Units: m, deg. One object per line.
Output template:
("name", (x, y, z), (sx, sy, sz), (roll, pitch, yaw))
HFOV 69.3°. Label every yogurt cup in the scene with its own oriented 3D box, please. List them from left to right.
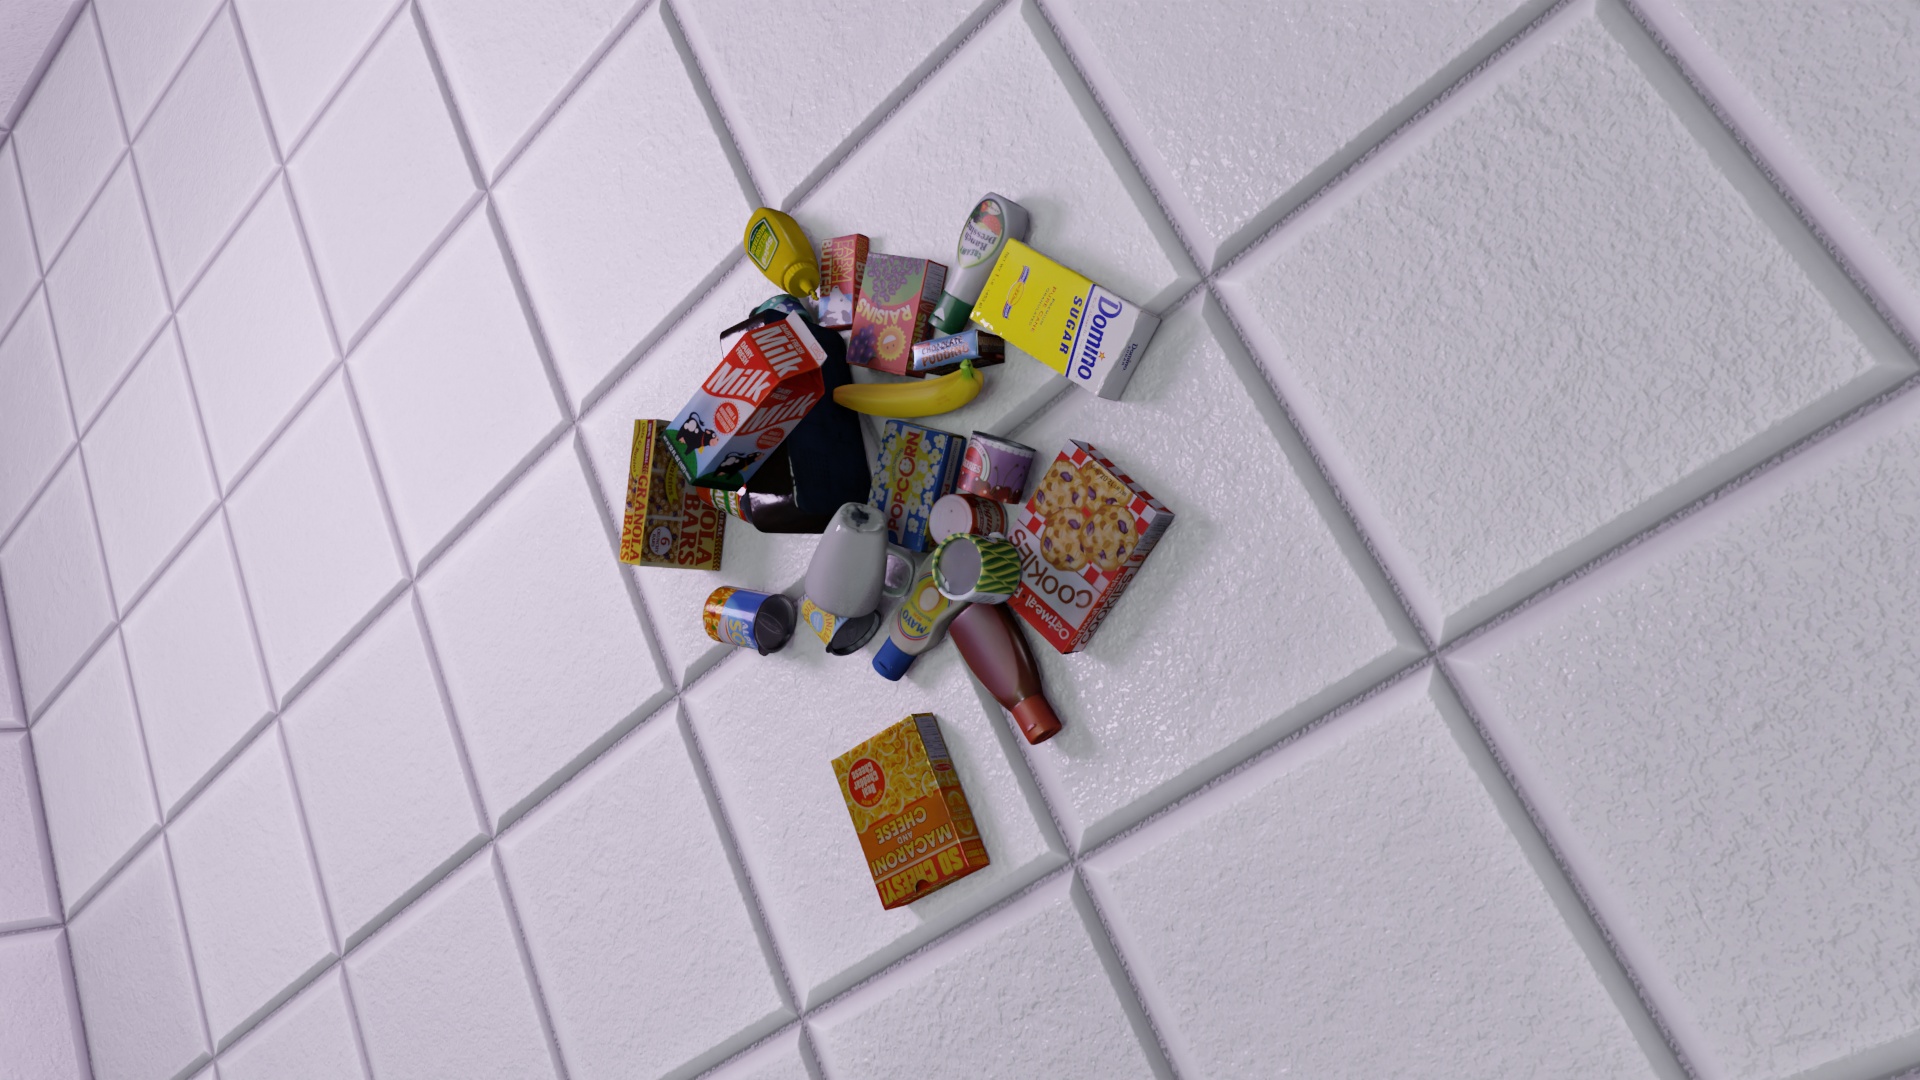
("yogurt cup", (0.005, -0.018, 1.401), (0.072, 0.054, 0.072), (-4, 84, 36))

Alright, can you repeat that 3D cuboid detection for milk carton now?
("milk carton", (-0.207, -0.140, 1.389), (0.190, 0.073, 0.072), (-46, 64, 21))

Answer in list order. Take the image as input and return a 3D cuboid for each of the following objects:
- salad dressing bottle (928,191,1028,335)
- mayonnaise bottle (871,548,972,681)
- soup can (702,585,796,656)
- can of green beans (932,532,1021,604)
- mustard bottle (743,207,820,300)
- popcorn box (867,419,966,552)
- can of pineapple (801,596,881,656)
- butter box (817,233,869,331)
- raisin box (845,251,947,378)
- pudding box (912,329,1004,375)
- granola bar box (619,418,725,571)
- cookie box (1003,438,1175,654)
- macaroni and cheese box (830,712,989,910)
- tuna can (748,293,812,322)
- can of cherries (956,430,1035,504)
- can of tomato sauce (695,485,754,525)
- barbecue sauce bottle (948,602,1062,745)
("salad dressing bottle", (0.016, -0.281, 1.422), (0.064, 0.044, 0.147), (38, 108, 33))
("mayonnaise bottle", (-0.038, 0.080, 1.430), (0.065, 0.041, 0.147), (41, 110, 17))
("soup can", (-0.238, 0.090, 1.555), (0.084, 0.071, 0.071), (7, 90, 36))
("can of green beans", (0.015, 0.027, 1.338), (0.071, 0.058, 0.071), (-6, 80, 39))
("mustard bottle", (-0.193, -0.313, 1.552), (0.161, 0.049, 0.065), (53, 124, 41))
("popcorn box", (-0.049, -0.057, 1.452), (0.085, 0.038, 0.126), (16, 95, 34))
("can of pineapple", (-0.128, 0.080, 1.477), (0.058, 0.071, 0.070), (46, 112, 30))
("butter box", (-0.129, -0.285, 1.537), (0.053, 0.024, 0.103), (0, 86, 36))
("raisin box", (-0.068, -0.240, 1.481), (0.086, 0.040, 0.123), (15, 96, 34))
("pudding box", (-0.002, -0.192, 1.424), (0.083, 0.050, 0.030), (-7, 84, 35))
("granola bar box", (-0.324, -0.051, 1.593), (0.039, 0.124, 0.165), (6, 90, 36))
("cookie box", (0.109, 0.006, 1.333), (0.123, 0.040, 0.167), (43, 111, 30))
("macaroni and cheese box", (-0.054, 0.278, 1.426), (0.123, 0.040, 0.167), (-34, 68, 29))
("tuna can", (-0.202, -0.241, 1.556), (0.071, 0.071, 0.033), (-47, 63, 23))
("can of cherries", (0.033, -0.072, 1.375), (0.071, 0.071, 0.058), (23, 100, 34))
("can of tomato sauce", (-0.251, -0.059, 1.576), (0.083, 0.071, 0.071), (21, 99, 35))
("barbecue sauce bottle", (0.047, 0.129, 1.365), (0.064, 0.044, 0.149), (-42, 65, 25))
